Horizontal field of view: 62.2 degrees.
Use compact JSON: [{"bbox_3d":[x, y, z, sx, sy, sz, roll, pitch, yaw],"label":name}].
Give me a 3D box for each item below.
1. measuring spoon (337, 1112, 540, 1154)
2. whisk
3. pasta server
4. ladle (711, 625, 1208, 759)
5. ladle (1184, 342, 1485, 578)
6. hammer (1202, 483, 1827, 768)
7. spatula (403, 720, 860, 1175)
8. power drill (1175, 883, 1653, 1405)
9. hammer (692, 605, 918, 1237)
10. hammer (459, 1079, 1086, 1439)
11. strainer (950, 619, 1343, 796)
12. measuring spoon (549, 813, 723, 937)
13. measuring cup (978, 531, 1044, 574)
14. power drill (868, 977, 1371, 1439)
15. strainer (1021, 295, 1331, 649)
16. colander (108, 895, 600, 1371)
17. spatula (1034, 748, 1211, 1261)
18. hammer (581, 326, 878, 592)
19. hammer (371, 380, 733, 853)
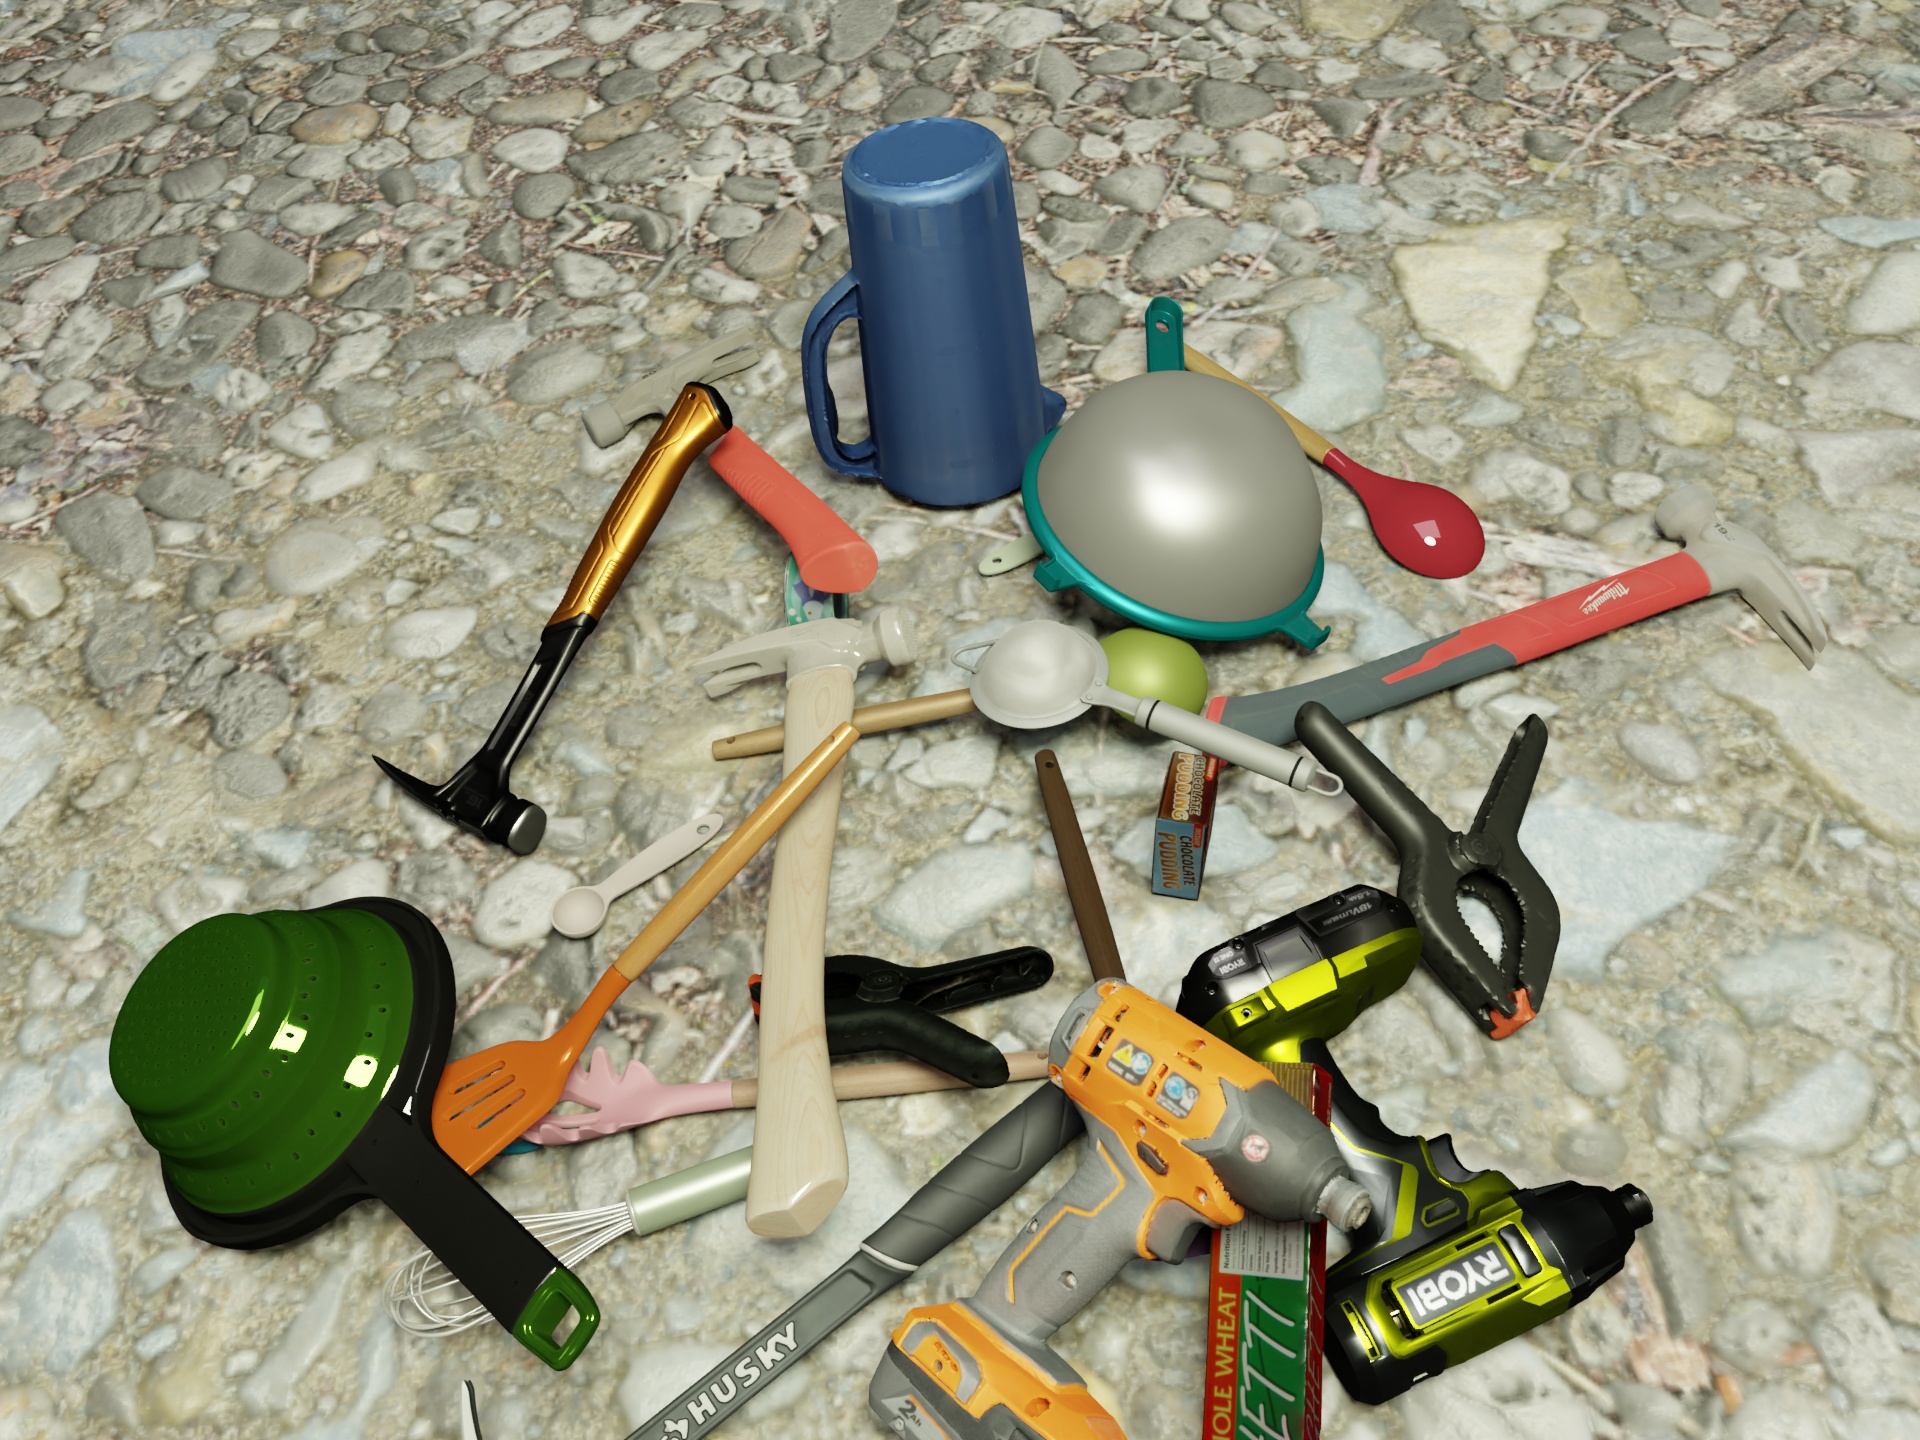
[{"bbox_3d":[-0.295,0.225,0.888,0.128,0.021,0.042,3,54,11],"label":"measuring spoon"},{"bbox_3d":[-0.179,0.262,0.833,0.246,0.059,0.058,-18,36,-12],"label":"whisk"},{"bbox_3d":[-0.099,0.198,0.874,0.316,0.040,0.060,-6,38,2],"label":"pasta server"},{"bbox_3d":[-0.002,-0.003,1.019,0.320,0.062,0.078,-11,49,8],"label":"ladle"},{"bbox_3d":[0.247,-0.202,1.139,0.069,0.031,0.316,-33,54,-16],"label":"ladle"},{"bbox_3d":[0.336,-0.034,0.992,0.386,0.038,0.143,-19,55,-7],"label":"hammer"},{"bbox_3d":[-0.173,0.117,0.870,0.322,0.041,0.081,-47,49,-7],"label":"spatula"},{"bbox_3d":[0.222,0.204,0.807,0.171,0.080,0.223,-22,57,-8],"label":"power drill"},{"bbox_3d":[-0.099,0.094,0.898,0.146,0.038,0.411,-13,45,12],"label":"hammer"},{"bbox_3d":[-0.055,0.276,0.793,0.409,0.036,0.149,-34,78,-22],"label":"hammer"},{"bbox_3d":[0.104,-0.010,0.940,0.258,0.050,0.087,23,58,21],"label":"strainer"},{"bbox_3d":[-0.196,0.096,0.982,0.124,0.018,0.034,-34,56,-26],"label":"measuring spoon"},{"bbox_3d":[0.081,-0.152,1.113,0.167,0.038,0.083,-30,55,-18],"label":"measuring cup"},{"bbox_3d":[0.074,0.251,0.722,0.164,0.084,0.226,27,85,39],"label":"power drill"},{"bbox_3d":[0.155,-0.206,1.065,0.211,0.095,0.341,12,49,-9],"label":"strainer"},{"bbox_3d":[-0.324,0.197,0.807,0.397,0.094,0.204,24,73,38],"label":"colander"},{"bbox_3d":[0.083,0.139,0.863,0.059,0.018,0.316,-7,50,-10],"label":"spatula"},{"bbox_3d":[-0.144,-0.183,1.118,0.149,0.036,0.359,-31,41,-14],"label":"hammer"},{"bbox_3d":[-0.253,-0.083,1.052,0.127,0.034,0.337,22,76,23],"label":"hammer"}]
